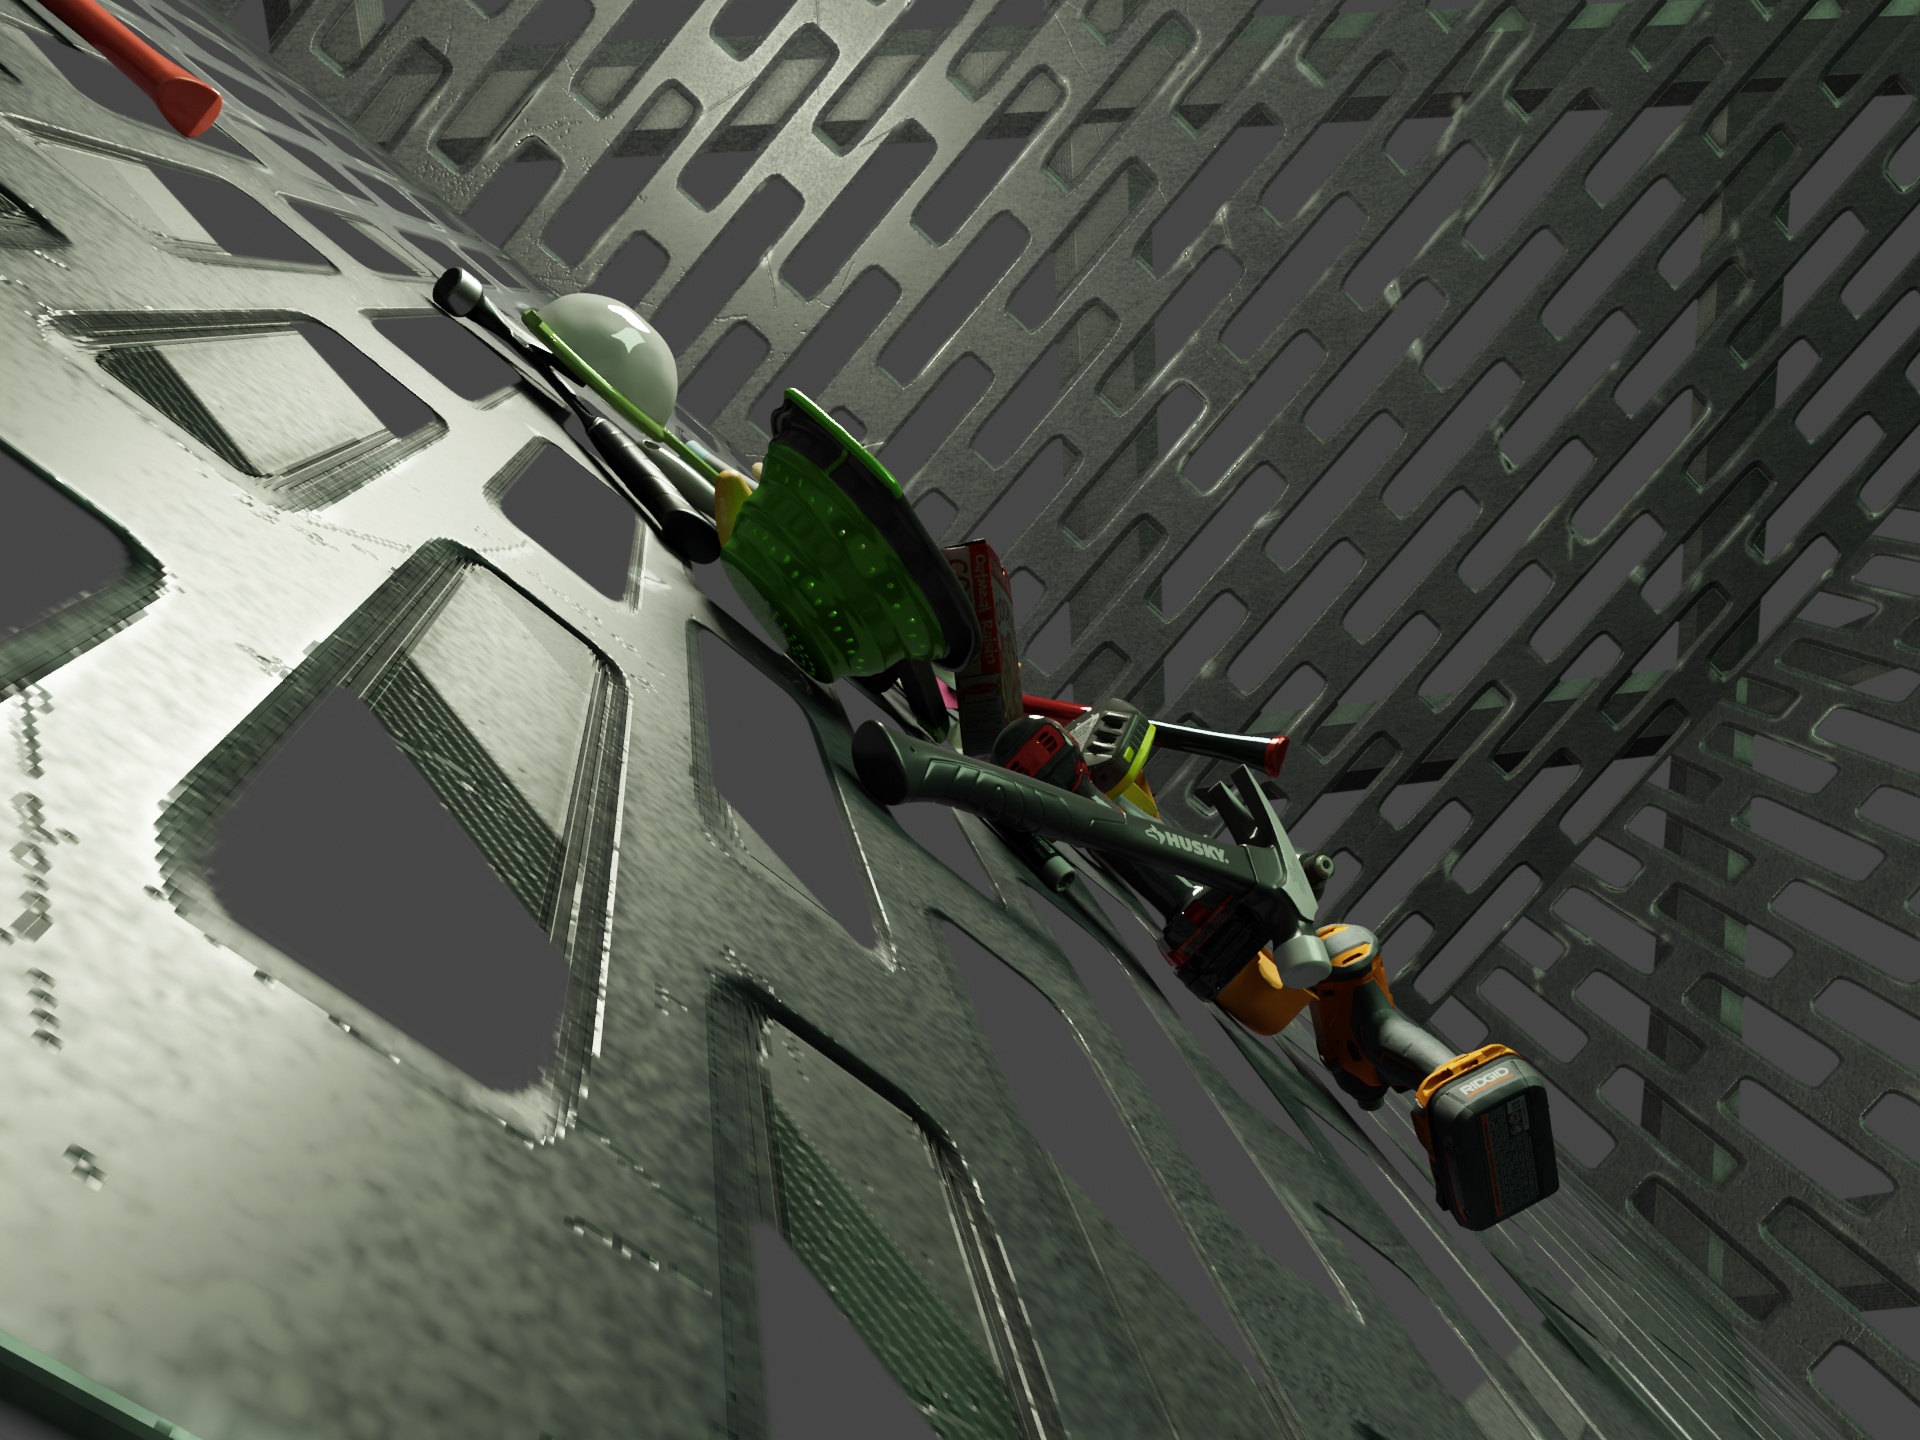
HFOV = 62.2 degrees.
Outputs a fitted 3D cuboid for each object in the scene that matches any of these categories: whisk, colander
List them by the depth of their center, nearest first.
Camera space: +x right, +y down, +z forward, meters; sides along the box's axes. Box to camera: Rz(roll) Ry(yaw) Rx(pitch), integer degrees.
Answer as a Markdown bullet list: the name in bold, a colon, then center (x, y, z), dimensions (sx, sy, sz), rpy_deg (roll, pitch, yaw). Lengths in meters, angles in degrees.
- **colander**: center (-0.075, -0.056, 1.087), dimensions (0.205, 0.094, 0.396), rpy_deg (44, -12, 24)
- **whisk**: center (-0.192, -0.175, 1.407), dimensions (0.239, 0.055, 0.055), rpy_deg (37, 4, 1)

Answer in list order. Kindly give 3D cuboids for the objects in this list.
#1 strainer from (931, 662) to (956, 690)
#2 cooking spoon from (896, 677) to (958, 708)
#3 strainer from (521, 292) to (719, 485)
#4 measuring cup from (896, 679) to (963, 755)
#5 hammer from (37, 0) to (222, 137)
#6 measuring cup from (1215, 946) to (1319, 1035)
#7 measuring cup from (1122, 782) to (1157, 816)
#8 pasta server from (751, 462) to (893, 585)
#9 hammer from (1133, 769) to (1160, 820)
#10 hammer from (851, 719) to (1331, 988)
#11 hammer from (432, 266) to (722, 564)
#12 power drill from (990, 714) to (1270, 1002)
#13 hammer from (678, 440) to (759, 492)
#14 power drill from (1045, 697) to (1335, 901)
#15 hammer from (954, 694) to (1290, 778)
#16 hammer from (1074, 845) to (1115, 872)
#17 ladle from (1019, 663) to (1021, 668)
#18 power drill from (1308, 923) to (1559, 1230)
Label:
- **strainer**: center (-0.065, -0.107, 1.353), dimensions (0.258, 0.050, 0.087), rpy_deg (40, 21, -8)
- **cooking spoon**: center (-0.087, -0.083, 1.537), dimensions (0.068, 0.017, 0.319), rpy_deg (6, 24, -35)
- **strainer**: center (-0.244, -0.270, 1.323), dimensions (0.256, 0.069, 0.151), rpy_deg (40, 4, -15)
- **measuring cup**: center (-0.002, -0.004, 1.371), dimensions (0.168, 0.038, 0.083), rpy_deg (45, 6, 27)
- **hammer**: center (-0.631, -0.510, 1.030), dimensions (0.359, 0.036, 0.149), rpy_deg (40, 5, -6)
- **measuring cup**: center (0.208, 0.194, 1.151), dimensions (0.095, 0.052, 0.173), rpy_deg (42, 6, 9)
- **measuring cup**: center (0.115, 0.058, 1.394), dimensions (0.062, 0.029, 0.157), rpy_deg (47, -12, -28)
- **pasta server**: center (-0.102, -0.160, 1.253), dimensions (0.060, 0.040, 0.316), rpy_deg (38, 2, -36)
- **hammer**: center (0.170, 0.083, 1.498), dimensions (0.127, 0.034, 0.336), rpy_deg (50, -5, 31)
- **hammer**: center (0.080, 0.057, 0.921), dimensions (0.334, 0.035, 0.146), rpy_deg (19, 43, -34)
- **hammer**: center (-0.282, -0.227, 1.226), dimensions (0.149, 0.036, 0.409), rpy_deg (37, 6, -48)
- **power drill**: center (0.112, 0.087, 1.085), dimensions (0.220, 0.078, 0.143), rpy_deg (44, -2, 9)
- **hammer**: center (-0.116, -0.154, 1.442), dimensions (0.331, 0.033, 0.128), rpy_deg (33, -30, 9)
- **power drill**: center (0.166, 0.088, 1.231), dimensions (0.223, 0.080, 0.171), rpy_deg (37, -36, -12)
- **hammer**: center (0.122, -0.004, 1.454), dimensions (0.386, 0.038, 0.143), rpy_deg (12, -14, 42)
- **hammer**: center (0.105, 0.072, 1.563), dimensions (0.146, 0.038, 0.411), rpy_deg (41, 4, -23)
- **ladle**: center (-0.084, -0.121, 1.507), dimensions (0.315, 0.031, 0.069), rpy_deg (28, 13, 4)
- **power drill**: center (0.336, 0.268, 1.171), dimensions (0.227, 0.084, 0.164), rpy_deg (-133, -157, -61)
